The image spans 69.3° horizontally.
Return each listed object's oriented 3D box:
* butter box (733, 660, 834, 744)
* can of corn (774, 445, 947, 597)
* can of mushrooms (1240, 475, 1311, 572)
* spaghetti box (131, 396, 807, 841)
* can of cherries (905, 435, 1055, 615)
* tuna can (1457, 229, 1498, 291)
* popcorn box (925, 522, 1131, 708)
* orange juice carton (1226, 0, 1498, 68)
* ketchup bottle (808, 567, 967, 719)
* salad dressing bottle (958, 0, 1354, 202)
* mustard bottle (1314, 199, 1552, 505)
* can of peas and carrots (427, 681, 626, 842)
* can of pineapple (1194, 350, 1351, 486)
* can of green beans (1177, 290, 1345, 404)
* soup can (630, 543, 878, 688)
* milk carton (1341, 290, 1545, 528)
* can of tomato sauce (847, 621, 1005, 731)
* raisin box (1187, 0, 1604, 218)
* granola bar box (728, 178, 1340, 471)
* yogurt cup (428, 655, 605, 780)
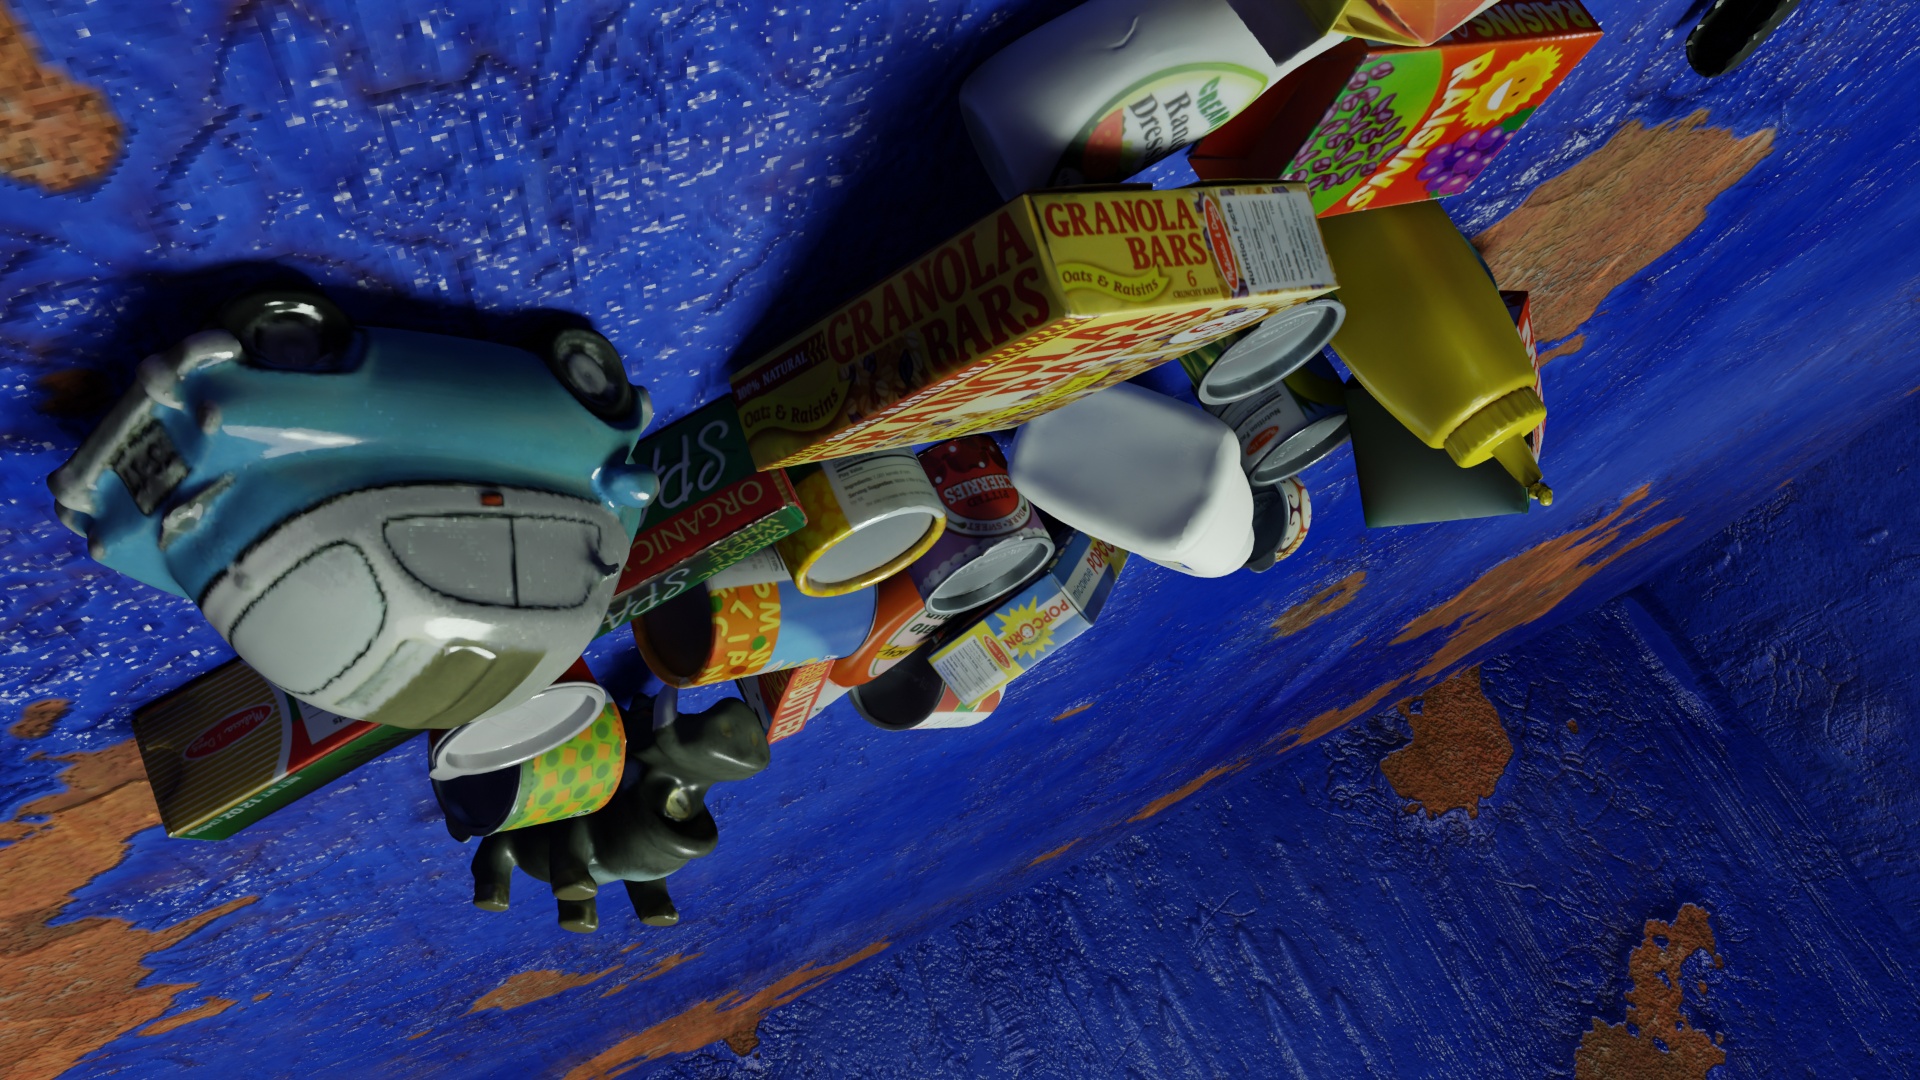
[{"bbox_3d":[-0.090,0.058,0.687,0.024,0.053,0.103,-20,159,-27],"label":"butter box"},{"bbox_3d":[-0.047,-0.017,0.548,0.071,0.058,0.071,-25,160,-10],"label":"can of corn"},{"bbox_3d":[0.177,-0.015,0.841,0.070,0.071,0.033,-41,158,32],"label":"can of mushrooms"},{"bbox_3d":[-0.175,0.028,0.502,0.250,0.050,0.028,-28,162,-1],"label":"spaghetti box"},{"bbox_3d":[0.002,-0.008,0.640,0.071,0.058,0.071,-24,160,-9],"label":"can of cherries"},{"bbox_3d":[0.207,-0.118,0.622,0.071,0.071,0.032,-8,151,-45],"label":"tuna can"},{"bbox_3d":[0.040,0.033,0.752,0.085,0.038,0.127,-37,-176,23],"label":"popcorn box"},{"bbox_3d":[0.143,-0.194,0.340,0.192,0.072,0.073,-32,160,9],"label":"orange juice carton"},{"bbox_3d":[-0.042,0.043,0.731,0.148,0.043,0.065,-38,162,26],"label":"ketchup bottle"},{"bbox_3d":[0.074,-0.147,0.408,0.148,0.044,0.064,-28,164,-1],"label":"salad dressing bottle"},{"bbox_3d":[0.190,-0.079,0.561,0.049,0.160,0.065,-15,158,-35],"label":"mustard bottle"},{"bbox_3d":[-0.193,0.096,0.619,0.070,0.071,0.059,-40,158,29],"label":"can of peas and carrots"},{"bbox_3d":[0.161,-0.069,0.703,0.071,0.058,0.070,-25,161,-9],"label":"can of pineapple"},{"bbox_3d":[0.112,-0.098,0.562,0.071,0.058,0.071,-25,160,-9],"label":"can of green beans"},{"bbox_3d":[-0.088,0.026,0.586,0.084,0.071,0.071,-8,152,-44],"label":"soup can"},{"bbox_3d":[0.250,-0.075,0.700,0.073,0.072,0.191,-6,-161,28],"label":"milk carton"},{"bbox_3d":[-0.018,0.075,0.815,0.071,0.071,0.083,-35,160,19],"label":"can of tomato sauce"},{"bbox_3d":[0.154,-0.159,0.496,0.124,0.040,0.085,-15,156,-30],"label":"raisin box"},{"bbox_3d":[0.019,-0.069,0.456,0.124,0.039,0.165,-14,177,-39],"label":"granola bar box"},{"bbox_3d":[-0.182,0.053,0.549,0.072,0.054,0.072,-25,160,-9],"label":"yogurt cup"}]
